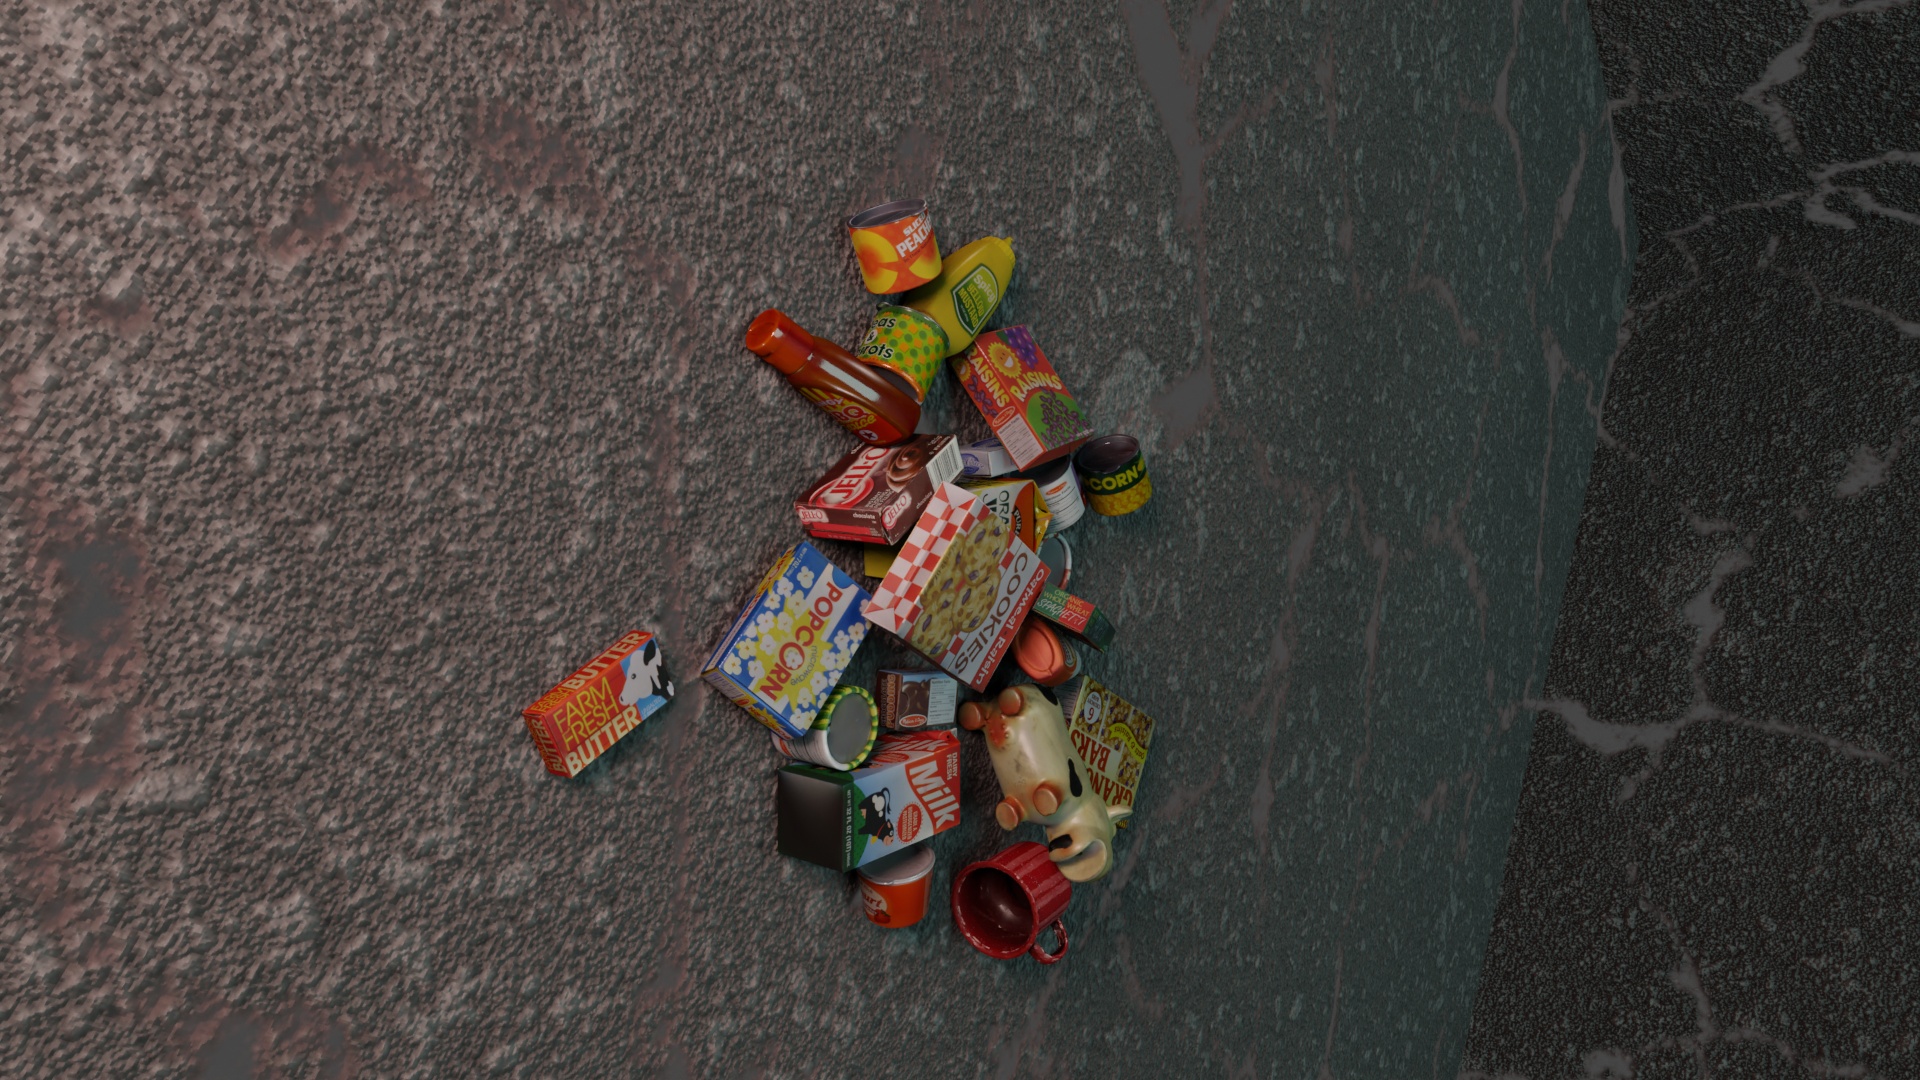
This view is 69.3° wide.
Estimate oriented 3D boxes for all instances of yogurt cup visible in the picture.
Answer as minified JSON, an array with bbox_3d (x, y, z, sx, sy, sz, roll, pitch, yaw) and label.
[{"bbox_3d":[-0.055,0.290,1.176,0.073,0.072,0.053,-28,124,-48],"label":"yogurt cup"}]

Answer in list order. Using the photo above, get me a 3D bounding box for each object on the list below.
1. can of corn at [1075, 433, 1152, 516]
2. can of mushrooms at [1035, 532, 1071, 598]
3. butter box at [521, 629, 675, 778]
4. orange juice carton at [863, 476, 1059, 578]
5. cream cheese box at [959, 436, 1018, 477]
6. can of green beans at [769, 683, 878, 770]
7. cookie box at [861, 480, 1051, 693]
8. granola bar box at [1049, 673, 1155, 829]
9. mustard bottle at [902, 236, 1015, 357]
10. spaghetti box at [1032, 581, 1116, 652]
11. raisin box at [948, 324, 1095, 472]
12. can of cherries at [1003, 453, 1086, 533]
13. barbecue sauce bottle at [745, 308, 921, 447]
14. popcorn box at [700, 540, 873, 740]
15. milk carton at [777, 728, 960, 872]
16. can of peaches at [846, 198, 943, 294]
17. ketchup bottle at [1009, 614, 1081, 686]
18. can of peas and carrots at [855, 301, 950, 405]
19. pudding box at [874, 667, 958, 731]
[{"bbox_3d":[0.157,-0.065,1.410,0.071,0.071,0.058,-50,131,-38],"label":"can of corn"},{"bbox_3d":[0.076,0.025,1.343,0.071,0.033,0.071,-10,102,-53],"label":"can of mushrooms"},{"bbox_3d":[-0.242,0.109,0.939,0.104,0.024,0.053,-41,125,-43],"label":"butter box"},{"bbox_3d":[0.004,-0.015,1.212,0.193,0.072,0.073,-13,105,-51],"label":"orange juice carton"},{"bbox_3d":[0.035,-0.078,1.261,0.104,0.053,0.024,-20,108,-50],"label":"cream cheese box"},{"bbox_3d":[-0.107,0.144,1.094,0.071,0.058,0.071,-9,101,-52],"label":"can of green beans"},{"bbox_3d":[0.001,0.041,1.122,0.123,0.040,0.167,-60,148,-8],"label":"cookie box"},{"bbox_3d":[0.135,0.218,1.437,0.165,0.039,0.124,36,67,-49],"label":"granola bar box"},{"bbox_3d":[0.008,-0.224,1.212,0.161,0.049,0.065,-54,132,-34],"label":"mustard bottle"},{"bbox_3d":[0.109,0.074,1.290,0.028,0.050,0.250,-63,167,-3],"label":"spaghetti box"},{"bbox_3d":[0.055,-0.129,1.244,0.086,0.040,0.123,-23,78,-50],"label":"raisin box"},{"bbox_3d":[0.079,-0.050,1.312,0.072,0.071,0.058,-55,137,-34],"label":"can of cherries"},{"bbox_3d":[-0.100,-0.125,1.073,0.148,0.065,0.044,35,64,-39],"label":"barbecue sauce bottle"},{"bbox_3d":[-0.127,0.076,1.052,0.085,0.038,0.127,42,58,-18],"label":"popcorn box"},{"bbox_3d":[-0.060,0.207,1.150,0.191,0.073,0.072,-8,101,-53],"label":"milk carton"},{"bbox_3d":[-0.050,-0.236,1.116,0.071,0.071,0.057,-42,127,-42],"label":"can of peaches"},{"bbox_3d":[0.084,0.110,1.320,0.065,0.043,0.148,60,7,16],"label":"ketchup bottle"},{"bbox_3d":[-0.051,-0.150,1.129,0.070,0.071,0.059,47,58,-45],"label":"can of peas and carrots"},{"bbox_3d":[-0.038,0.136,1.208,0.084,0.030,0.049,3,92,-53],"label":"pudding box"}]
